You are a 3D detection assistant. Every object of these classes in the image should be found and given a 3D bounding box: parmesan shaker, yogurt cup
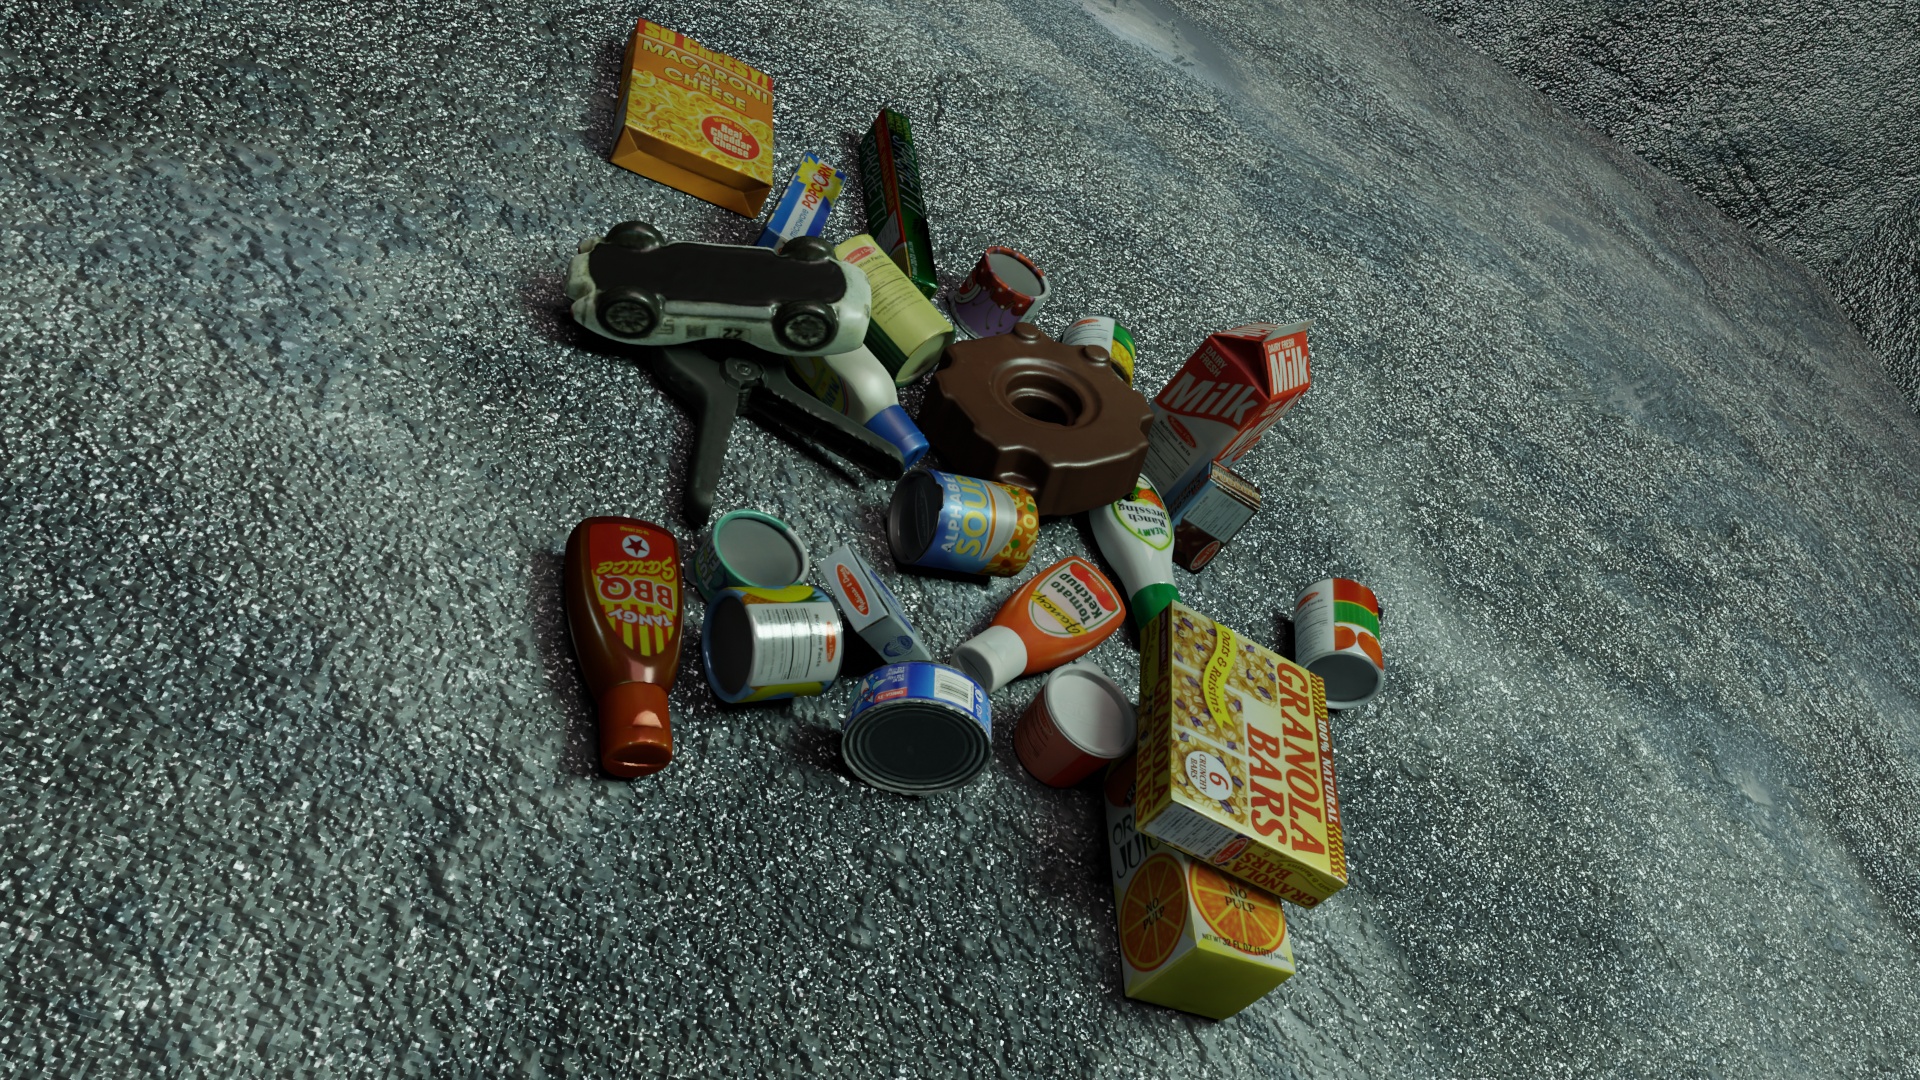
[{"bbox_3d":[-0.062,-0.173,1.064,0.103,0.071,0.071,49,40,12],"label":"parmesan shaker"},{"bbox_3d":[0.070,0.121,0.884,0.072,0.053,0.073,21,42,-20],"label":"yogurt cup"}]

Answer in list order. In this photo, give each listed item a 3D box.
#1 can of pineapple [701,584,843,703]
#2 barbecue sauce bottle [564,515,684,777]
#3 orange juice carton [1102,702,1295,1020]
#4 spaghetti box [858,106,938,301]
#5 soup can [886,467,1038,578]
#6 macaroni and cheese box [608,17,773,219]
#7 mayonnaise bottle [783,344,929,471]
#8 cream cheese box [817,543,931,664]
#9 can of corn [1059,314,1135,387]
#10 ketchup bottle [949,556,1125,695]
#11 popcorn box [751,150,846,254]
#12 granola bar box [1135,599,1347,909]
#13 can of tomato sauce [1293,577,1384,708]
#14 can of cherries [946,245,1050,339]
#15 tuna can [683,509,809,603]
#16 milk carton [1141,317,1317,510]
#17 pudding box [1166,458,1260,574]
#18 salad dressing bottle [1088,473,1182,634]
[{"bbox_3d":[-0.110,0.059,0.798,0.058,0.070,0.071,0,52,-38],"label":"can of pineapple"},{"bbox_3d":[-0.181,0.056,0.760,0.065,0.043,0.149,12,46,-31],"label":"barbecue sauce bottle"},{"bbox_3d":[0.141,0.187,0.860,0.072,0.072,0.194,21,41,-21],"label":"orange juice carton"},{"bbox_3d":[-0.055,-0.281,1.186,0.029,0.050,0.251,17,43,-28],"label":"spaghetti box"},{"bbox_3d":[0.003,-0.012,0.950,0.084,0.071,0.071,9,47,-32],"label":"soup can"},{"bbox_3d":[-0.215,-0.347,1.134,0.124,0.040,0.167,18,43,-25],"label":"macaroni and cheese box"},{"bbox_3d":[-0.080,-0.114,0.994,0.041,0.064,0.148,-32,78,-32],"label":"mayonnaise bottle"},{"bbox_3d":[-0.051,0.044,0.841,0.053,0.024,0.103,58,0,24],"label":"cream cheese box"},{"bbox_3d":[0.115,-0.146,1.175,0.071,0.070,0.058,28,40,-13],"label":"can of corn"},{"bbox_3d":[0.050,0.061,0.937,0.065,0.043,0.149,48,40,12],"label":"ketchup bottle"},{"bbox_3d":[-0.133,-0.225,1.042,0.038,0.084,0.127,29,39,-14],"label":"popcorn box"},{"bbox_3d":[0.169,0.128,0.849,0.124,0.039,0.166,27,38,-13],"label":"granola bar box"},{"bbox_3d":[0.299,0.081,1.092,0.071,0.071,0.083,28,40,-13],"label":"can of tomato sauce"},{"bbox_3d":[0.032,-0.207,1.175,0.071,0.058,0.072,22,41,-21],"label":"can of cherries"},{"bbox_3d":[-0.130,0.015,0.849,0.071,0.032,0.071,22,41,-20],"label":"tuna can"},{"bbox_3d":[0.207,-0.107,1.107,0.072,0.189,0.073,-21,67,-48],"label":"milk carton"},{"bbox_3d":[0.192,-0.018,1.094,0.049,0.083,0.030,30,36,-10],"label":"pudding box"},{"bbox_3d":[0.138,0.014,1.051,0.064,0.043,0.148,11,46,-27],"label":"salad dressing bottle"}]
